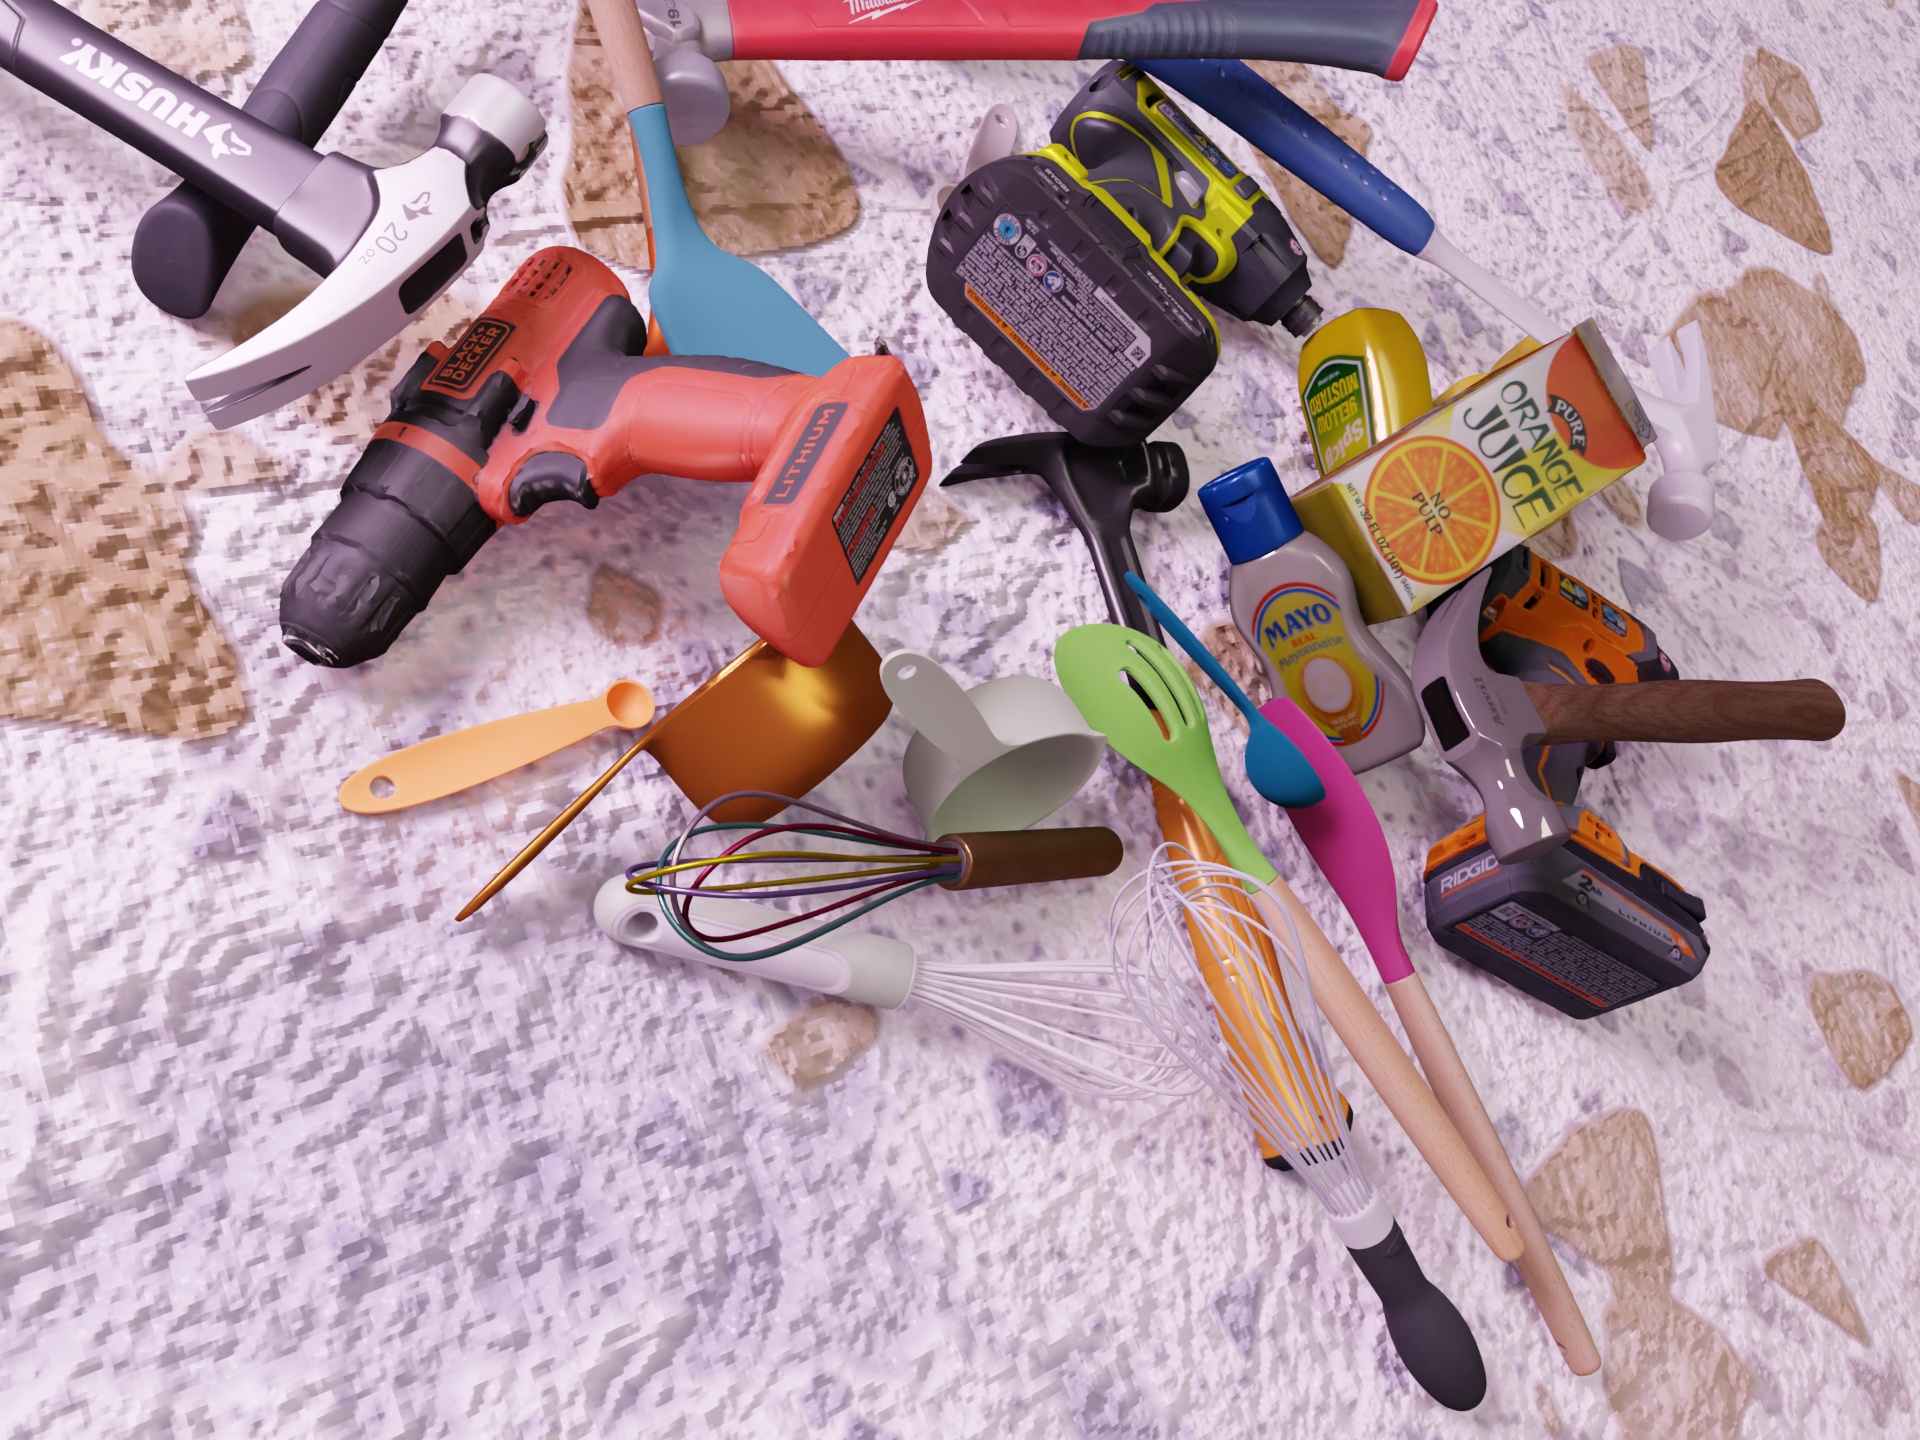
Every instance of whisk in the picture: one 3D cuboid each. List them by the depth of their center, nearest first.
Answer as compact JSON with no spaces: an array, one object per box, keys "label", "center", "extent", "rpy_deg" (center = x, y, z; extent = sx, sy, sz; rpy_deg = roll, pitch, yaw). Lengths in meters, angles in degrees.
[{"label":"whisk","center":[-0.015,0.053,0.573],"extent":[0.244,0.047,0.051],"rpy_deg":[2,43,-49]},{"label":"whisk","center":[-0.014,0.097,0.585],"extent":[0.246,0.057,0.059],"rpy_deg":[17,25,-19]},{"label":"whisk","center":[0.136,0.164,0.600],"extent":[0.070,0.070,0.284],"rpy_deg":[-47,114,-38]}]

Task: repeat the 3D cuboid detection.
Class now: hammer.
[{"label":"hammer","center":[-0.317,-0.226,0.521],"extent":[0.335,0.035,0.146],"rpy_deg":[31,72,1]},{"label":"hammer","center":[-0.214,-0.324,0.637],"extent":[0.036,0.149,0.409],"rpy_deg":[27,65,-15]},{"label":"hammer","center":[0.091,0.026,0.689],"extent":[0.127,0.034,0.337],"rpy_deg":[-5,70,-34]},{"label":"hammer","center":[0.038,-0.332,0.735],"extent":[0.386,0.038,0.143],"rpy_deg":[-7,64,-15]},{"label":"hammer","center":[0.330,-0.006,0.757],"extent":[0.331,0.031,0.130],"rpy_deg":[-1,62,-38]},{"label":"hammer","center":[0.255,-0.254,0.850],"extent":[0.405,0.035,0.144],"rpy_deg":[31,55,-15]}]

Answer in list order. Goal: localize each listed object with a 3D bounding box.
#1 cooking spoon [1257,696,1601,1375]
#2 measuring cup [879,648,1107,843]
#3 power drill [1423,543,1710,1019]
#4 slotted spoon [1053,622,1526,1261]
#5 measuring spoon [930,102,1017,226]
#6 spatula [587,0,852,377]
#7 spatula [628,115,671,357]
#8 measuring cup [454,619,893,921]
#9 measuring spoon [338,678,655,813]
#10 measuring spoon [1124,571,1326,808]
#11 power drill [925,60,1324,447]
[{"label":"cooking spoon","center":[0.204,0.136,0.697],"extent":[0.017,0.068,0.319],"rpy_deg":[-24,86,-18]},{"label":"measuring cup","center":[-0.001,-0.002,0.582],"extent":[0.038,0.083,0.167],"rpy_deg":[61,6,28]},{"label":"power drill","center":[0.309,0.027,0.794],"extent":[0.164,0.084,0.227],"rpy_deg":[28,52,-18]},{"label":"slotted spoon","center":[0.140,0.087,0.652],"extent":[0.314,0.031,0.070],"rpy_deg":[56,41,1]},{"label":"measuring spoon","center":[0.008,-0.275,0.803],"extent":[0.034,0.018,0.124],"rpy_deg":[32,48,-17]},{"label":"spatula","center":[-0.123,-0.266,0.615],"extent":[0.082,0.044,0.317],"rpy_deg":[-27,105,-37]},{"label":"spatula","center":[-0.126,-0.233,0.680],"extent":[0.081,0.041,0.323],"rpy_deg":[1,66,-28]},{"label":"measuring cup","center":[-0.094,0.026,0.557],"extent":[0.173,0.095,0.052],"rpy_deg":[-44,100,-22]},{"label":"measuring spoon","center":[-0.161,0.010,0.561],"extent":[0.117,0.011,0.021],"rpy_deg":[-21,79,-33]},{"label":"measuring spoon","center":[0.107,-0.010,0.682],"extent":[0.021,0.042,0.129],"rpy_deg":[-39,82,-5]},{"label":"power drill","center":[0.091,-0.226,0.771],"extent":[0.171,0.080,0.223],"rpy_deg":[44,40,-4]}]
